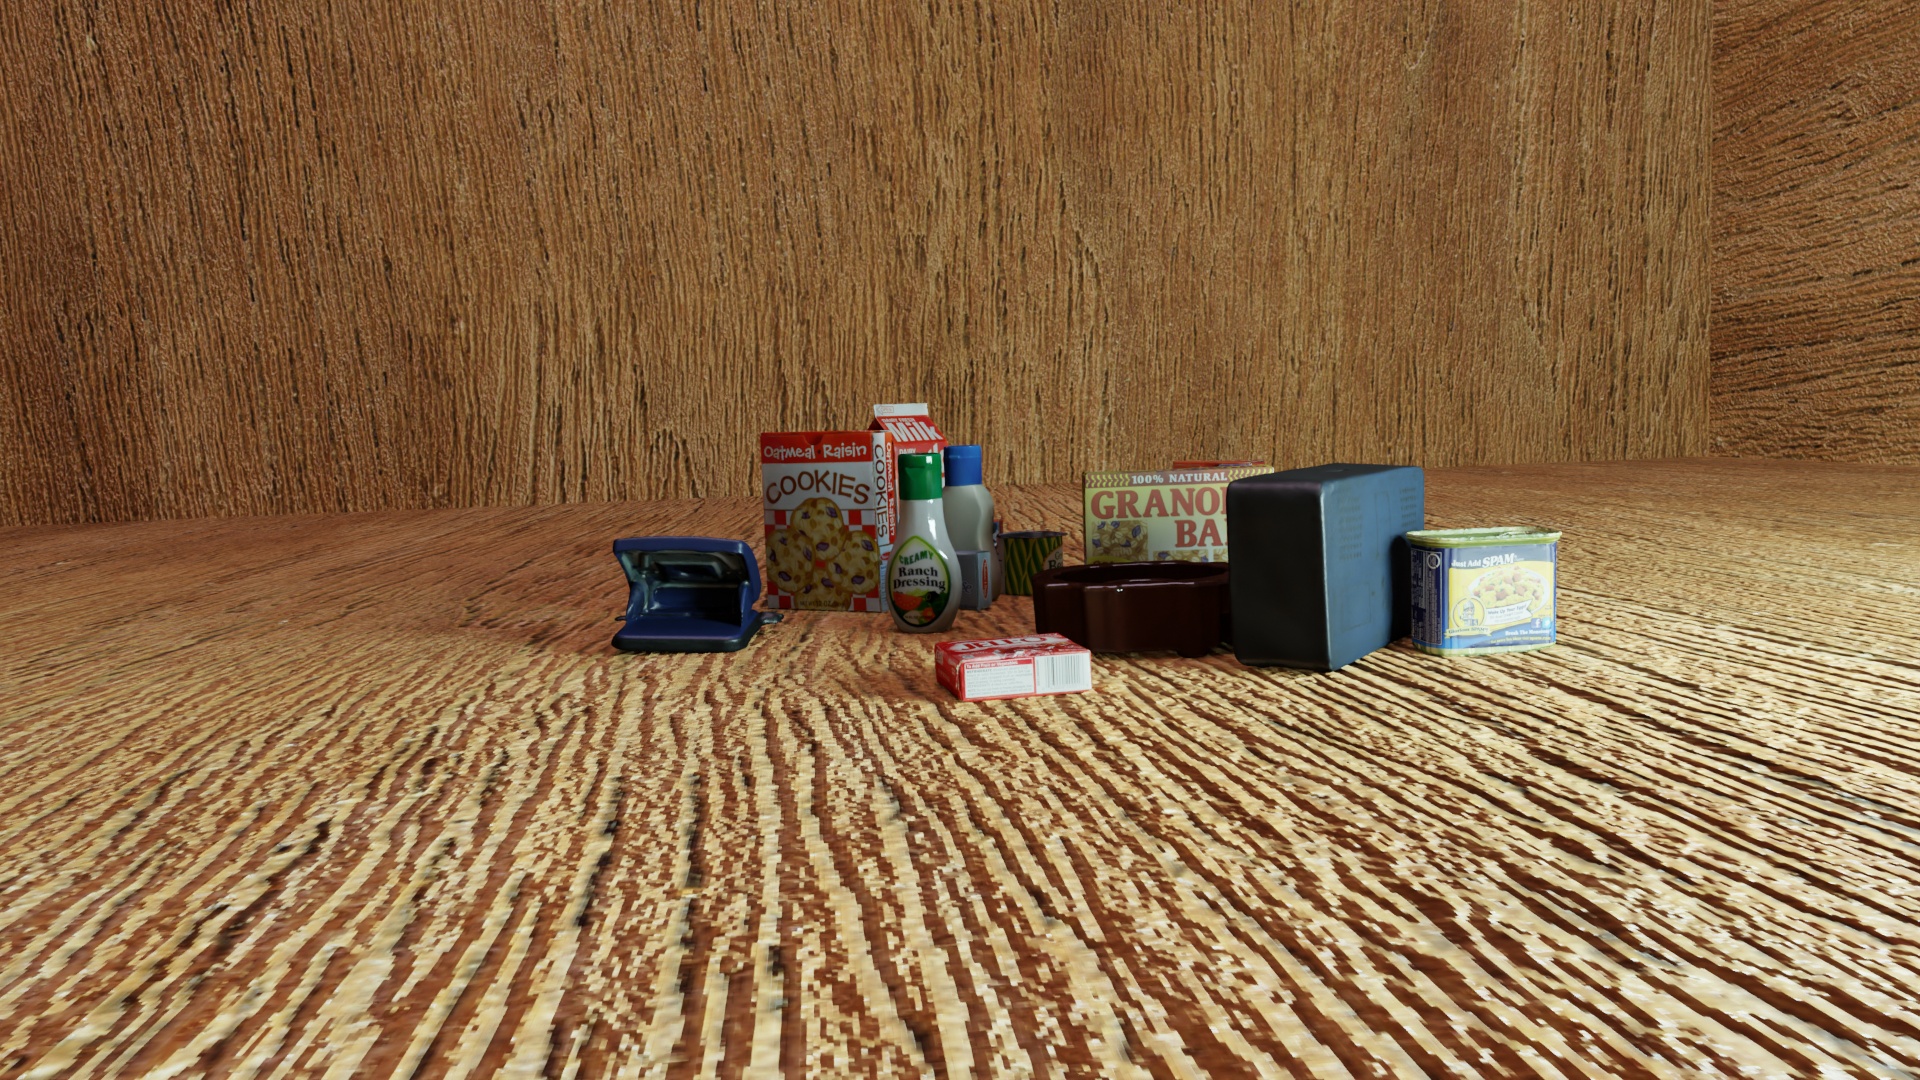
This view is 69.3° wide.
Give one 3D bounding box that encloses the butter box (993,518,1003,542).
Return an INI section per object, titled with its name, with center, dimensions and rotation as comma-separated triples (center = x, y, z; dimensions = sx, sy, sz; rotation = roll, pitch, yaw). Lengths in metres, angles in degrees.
[butter box]
center = -0.001, 0.002, 1.629
dimensions = 0.103, 0.053, 0.024
rotation = -1, 5, 12

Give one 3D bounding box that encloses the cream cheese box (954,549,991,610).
[cream cheese box]
center = -0.021, 0.035, 1.288
dimensions = 0.104, 0.053, 0.024
rotation = 1, 6, 33

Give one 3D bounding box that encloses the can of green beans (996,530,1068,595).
[can of green beans]
center = 0.069, 0.022, 1.372
dimensions = 0.071, 0.057, 0.071
rotation = -2, 5, 0

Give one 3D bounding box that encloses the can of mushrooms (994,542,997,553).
[can of mushrooms]
center = 0.063, 0.019, 1.536
dimensions = 0.071, 0.033, 0.071
rotation = -2, 5, 0

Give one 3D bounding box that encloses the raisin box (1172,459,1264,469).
[raisin box]
center = 0.258, -0.019, 1.383
dimensions = 0.086, 0.123, 0.040
rotation = 2, 6, 36

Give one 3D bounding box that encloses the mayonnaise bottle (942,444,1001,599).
[mayonnaise bottle]
center = 0.005, -0.017, 1.324
dimensions = 0.065, 0.148, 0.041
rotation = 0, 5, 26

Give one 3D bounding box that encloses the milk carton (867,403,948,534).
[milk carton]
center = -0.060, -0.052, 1.501
dimensions = 0.072, 0.190, 0.073
rotation = -6, 6, -37

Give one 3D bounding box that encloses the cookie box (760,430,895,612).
[cookie box]
center = -0.123, -0.019, 1.297
dimensions = 0.123, 0.167, 0.040
rotation = 0, 5, 26

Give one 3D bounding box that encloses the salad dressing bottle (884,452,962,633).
[salad dressing bottle]
center = -0.032, 0.001, 1.153
dimensions = 0.064, 0.147, 0.044
rotation = -1, 5, 13

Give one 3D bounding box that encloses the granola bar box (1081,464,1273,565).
[granola bar box]
center = 0.192, -0.002, 1.229
dimensions = 0.166, 0.124, 0.039
rotation = -2, 5, -1
